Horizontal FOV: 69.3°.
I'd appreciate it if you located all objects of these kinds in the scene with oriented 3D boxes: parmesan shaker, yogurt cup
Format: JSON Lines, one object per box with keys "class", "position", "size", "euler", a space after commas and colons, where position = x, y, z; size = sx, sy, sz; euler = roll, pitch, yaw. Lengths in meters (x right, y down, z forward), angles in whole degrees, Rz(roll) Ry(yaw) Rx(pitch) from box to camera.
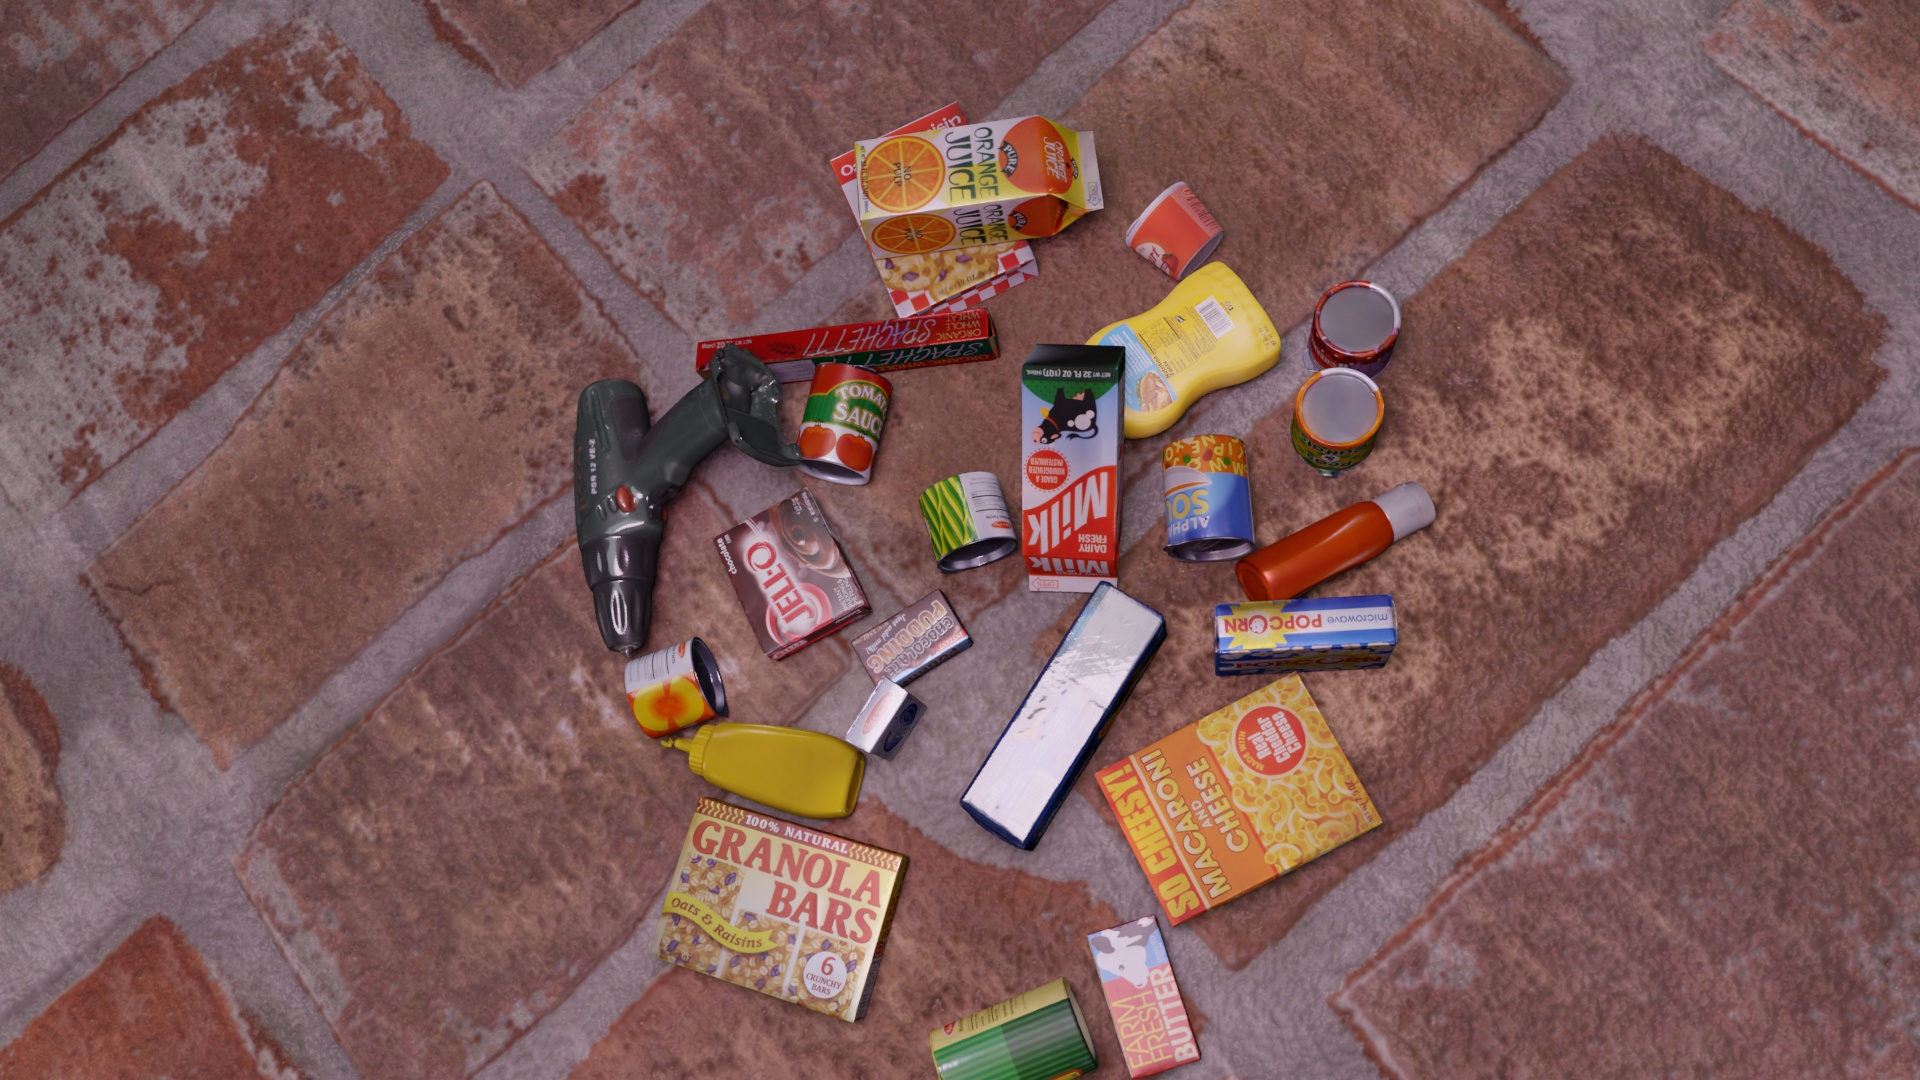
{"class": "parmesan shaker", "position": [0.038, 0.358, 0.974], "size": [0.103, 0.071, 0.071], "euler": [-23, 72, 2]}
{"class": "yogurt cup", "position": [0.177, -0.249, 1.131], "size": [0.072, 0.072, 0.054], "euler": [-44, 80, -4]}

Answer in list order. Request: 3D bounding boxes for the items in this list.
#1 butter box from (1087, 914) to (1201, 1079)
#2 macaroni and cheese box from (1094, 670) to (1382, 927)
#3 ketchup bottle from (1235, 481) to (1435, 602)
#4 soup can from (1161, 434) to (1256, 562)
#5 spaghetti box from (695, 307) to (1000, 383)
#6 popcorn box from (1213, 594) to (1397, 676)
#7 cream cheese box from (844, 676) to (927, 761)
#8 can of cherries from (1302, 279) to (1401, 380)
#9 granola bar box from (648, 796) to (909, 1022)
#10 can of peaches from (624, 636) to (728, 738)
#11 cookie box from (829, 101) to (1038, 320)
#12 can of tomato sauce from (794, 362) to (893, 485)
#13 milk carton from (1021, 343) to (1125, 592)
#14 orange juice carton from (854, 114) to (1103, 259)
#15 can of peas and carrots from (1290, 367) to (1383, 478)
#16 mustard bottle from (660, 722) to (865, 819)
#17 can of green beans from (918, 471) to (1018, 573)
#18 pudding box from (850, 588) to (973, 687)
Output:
{"class": "butter box", "position": [0.131, 0.325, 0.993], "size": [0.053, 0.024, 0.104], "euler": [-19, 72, 4]}
{"class": "macaroni and cheese box", "position": [0.200, 0.189, 1.013], "size": [0.166, 0.040, 0.124], "euler": [-27, 72, 1]}
{"class": "ketchup bottle", "position": [0.283, 0.002, 1.043], "size": [0.149, 0.065, 0.043], "euler": [-26, 96, -7]}
{"class": "soup can", "position": [0.187, -0.032, 1.063], "size": [0.071, 0.071, 0.084], "euler": [-4, 73, 8]}
{"class": "spaghetti box", "position": [-0.093, -0.158, 1.156], "size": [0.250, 0.050, 0.029], "euler": [-6, 75, 7]}
{"class": "popcorn box", "position": [0.249, 0.071, 1.015], "size": [0.127, 0.085, 0.038], "euler": [-4, 73, 9]}
{"class": "cream cheese box", "position": [-0.055, 0.135, 1.037], "size": [0.024, 0.103, 0.053], "euler": [32, 83, 12]}
{"class": "can of cherries", "position": [0.305, -0.161, 1.086], "size": [0.071, 0.058, 0.071], "euler": [-2, 74, 8]}
{"class": "granola bar box", "position": [-0.134, 0.275, 1.044], "size": [0.165, 0.039, 0.124], "euler": [14, 77, 13]}
{"class": "can of peaches", "position": [-0.223, 0.118, 1.091], "size": [0.058, 0.071, 0.071], "euler": [-20, 72, 4]}
{"class": "cookie box", "position": [-0.023, -0.275, 1.184], "size": [0.123, 0.040, 0.168], "euler": [-24, 73, 2]}
{"class": "can of tomato sauce", "position": [-0.095, -0.094, 1.128], "size": [0.071, 0.071, 0.083], "euler": [10, 77, 12]}
{"class": "milk carton", "position": [0.086, -0.049, 1.059], "size": [0.072, 0.074, 0.189], "euler": [2, 110, 11]}
{"class": "orange juice carton", "position": [0.016, -0.286, 1.121], "size": [0.193, 0.073, 0.072], "euler": [-7, 74, 6]}
{"class": "can of peas and carrots", "position": [0.289, -0.090, 1.069], "size": [0.071, 0.058, 0.071], "euler": [-3, 74, 9]}
{"class": "mustard bottle", "position": [-0.156, 0.170, 1.072], "size": [0.160, 0.048, 0.065], "euler": [12, 76, 13]}
{"class": "can of green beans", "position": [0.006, -0.015, 1.090], "size": [0.071, 0.071, 0.058], "euler": [-18, 72, 4]}
{"class": "pudding box", "position": [-0.038, 0.081, 1.088], "size": [0.084, 0.030, 0.050], "euler": [-31, 73, 0]}
